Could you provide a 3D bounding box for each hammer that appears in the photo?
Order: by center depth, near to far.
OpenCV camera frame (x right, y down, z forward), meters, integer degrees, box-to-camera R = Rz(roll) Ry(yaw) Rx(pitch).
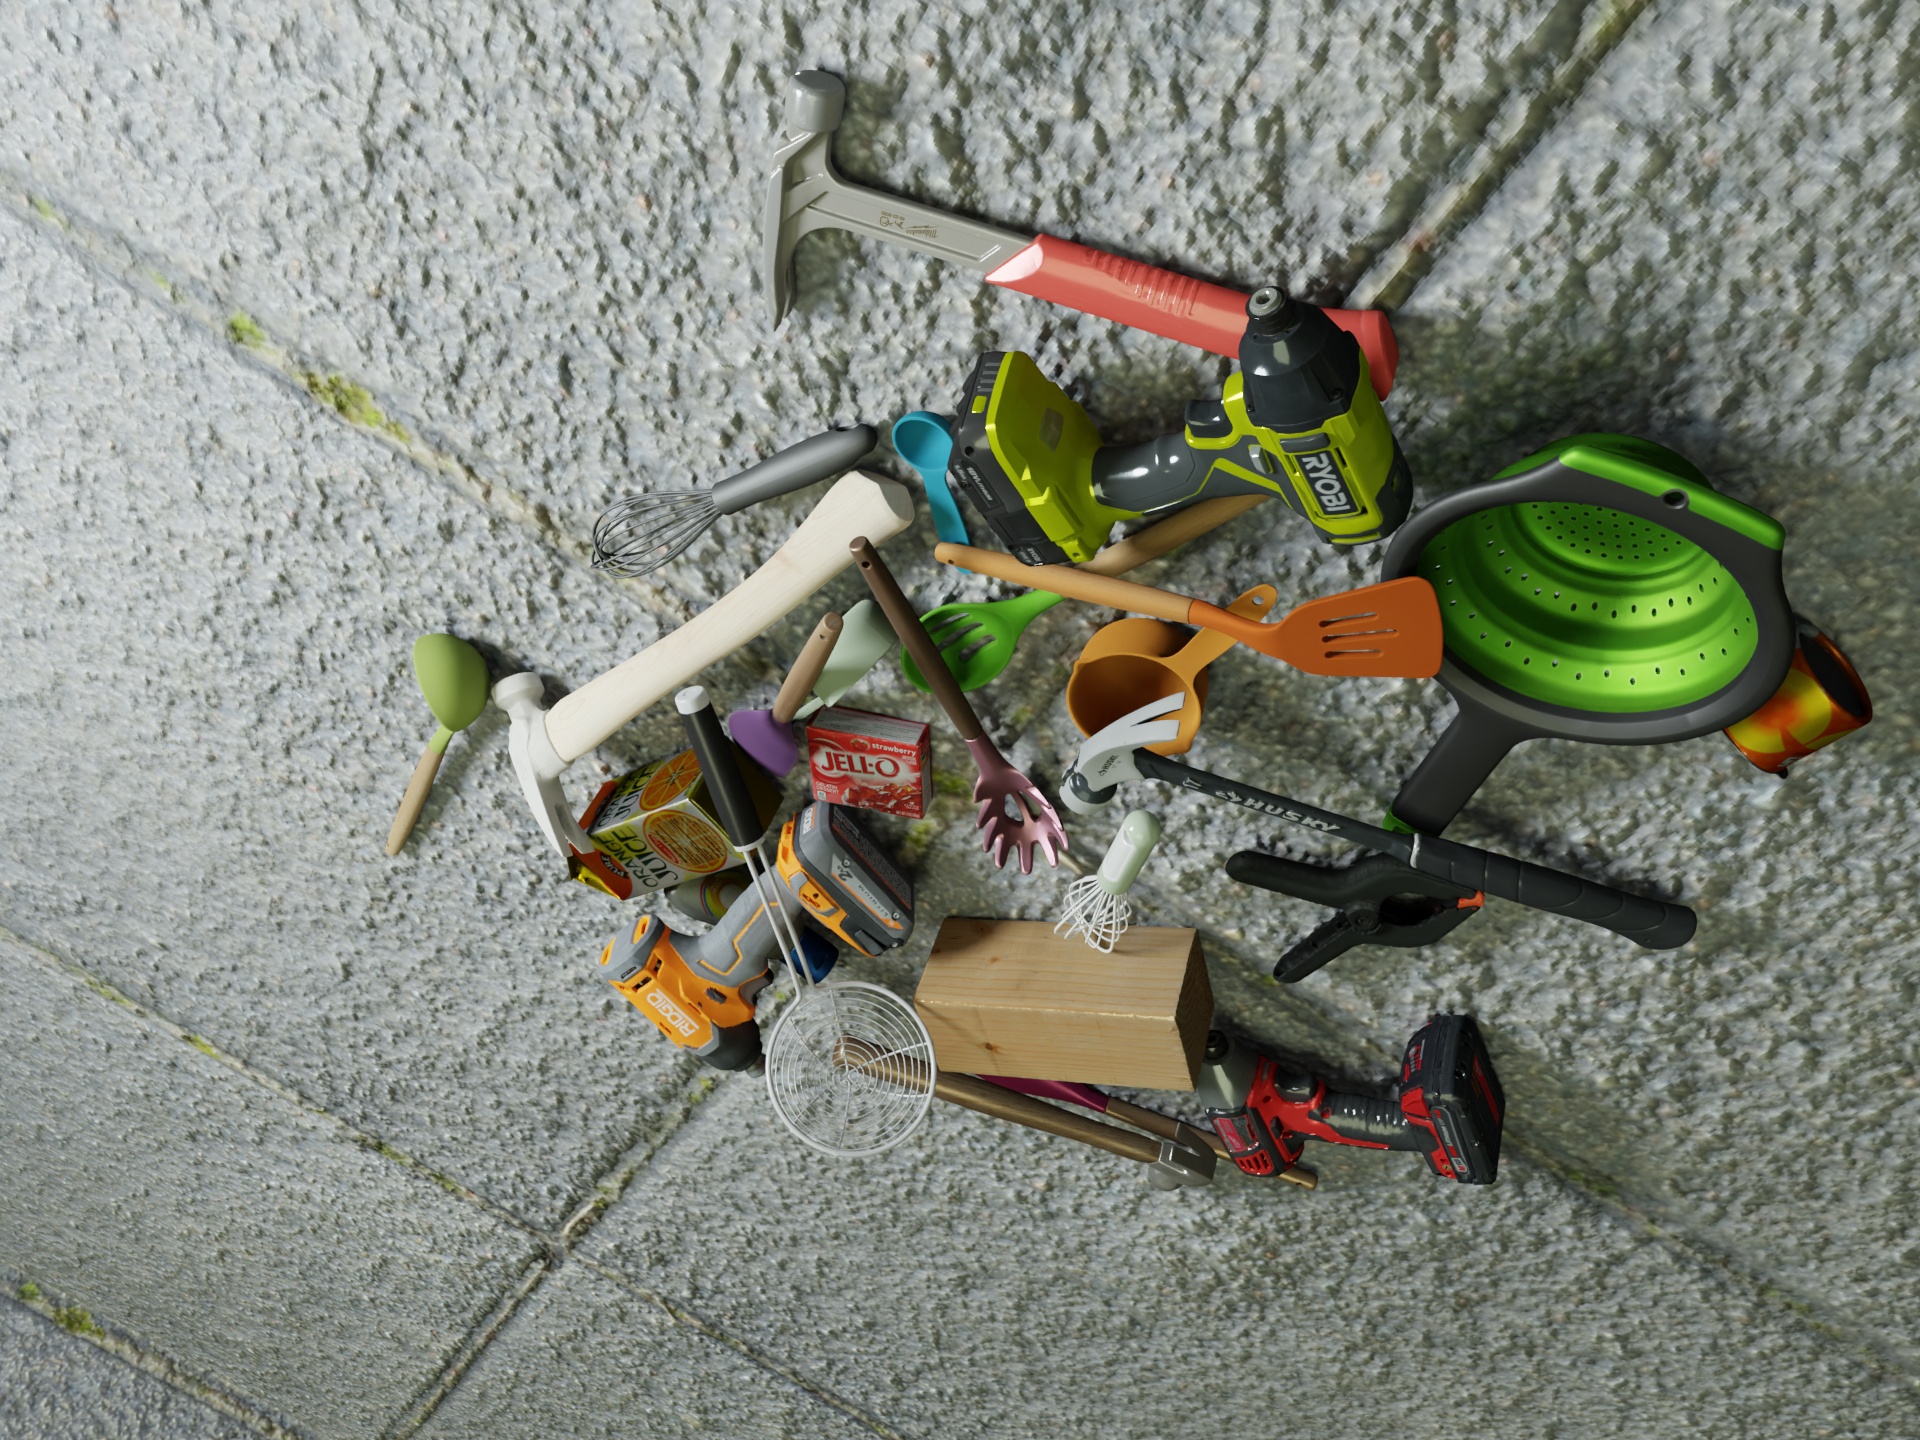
[{"bbox_3d":[0.063,-0.237,0.879,0.359,0.037,0.149,19,133,6],"label":"hammer"},{"bbox_3d":[0.274,0.074,1.007,0.409,0.036,0.149,17,155,-6],"label":"hammer"},{"bbox_3d":[-0.182,-0.043,1.107,0.410,0.038,0.146,-30,78,34],"label":"hammer"},{"bbox_3d":[0.055,0.319,1.300,0.331,0.031,0.130,20,155,-8],"label":"hammer"}]

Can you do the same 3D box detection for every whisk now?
[{"bbox_3d":[-0.153,-0.145,1.042,0.239,0.055,0.055,-18,120,28],"label":"whisk"},{"bbox_3d":[0.104,0.111,1.098,0.059,0.058,0.246,-19,160,-12],"label":"whisk"}]

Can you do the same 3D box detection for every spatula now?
[{"bbox_3d":[0.121,-0.075,0.939,0.323,0.041,0.080,17,149,33],"label":"spatula"},{"bbox_3d":[-0.117,-0.014,1.074,0.060,0.018,0.316,37,157,-3],"label":"spatula"}]

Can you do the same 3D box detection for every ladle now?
[{"bbox_3d":[-0.447,0.034,1.306,0.062,0.078,0.320,0,149,-32],"label":"ladle"}]

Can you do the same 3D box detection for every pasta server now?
[{"bbox_3d":[-0.002,-0.003,1.068,0.060,0.040,0.315,-17,134,15],"label":"pasta server"}]

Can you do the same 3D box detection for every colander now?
[{"bbox_3d":[0.329,-0.044,0.914,0.204,0.094,0.396,24,152,8],"label":"colander"}]

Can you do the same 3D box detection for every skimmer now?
[{"bbox_3d":[-0.117,0.145,1.122,0.090,0.127,0.363,28,141,57],"label":"skimmer"}]

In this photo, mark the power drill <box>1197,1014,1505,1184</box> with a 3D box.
[{"bbox_3d":[0.289,0.287,1.214,0.220,0.079,0.143,-9,124,32],"label":"power drill"}]

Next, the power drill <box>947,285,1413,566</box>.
[{"bbox_3d":[0.114,-0.156,0.862,0.223,0.080,0.171,-3,149,31],"label":"power drill"}]

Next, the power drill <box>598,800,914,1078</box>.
[{"bbox_3d":[-0.145,0.179,1.236,0.226,0.084,0.164,-35,112,13],"label":"power drill"}]

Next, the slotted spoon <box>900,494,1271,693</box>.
[{"bbox_3d":[0.086,-0.093,1.000,0.314,0.031,0.070,-26,126,34],"label":"slotted spoon"}]

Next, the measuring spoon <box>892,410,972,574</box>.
[{"bbox_3d":[-0.009,-0.145,1.004,0.042,0.021,0.128,8,141,25],"label":"measuring spoon"}]

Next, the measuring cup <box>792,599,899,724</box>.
[{"bbox_3d":[-0.096,-0.035,1.106,0.038,0.083,0.167,46,146,-8],"label":"measuring cup"}]

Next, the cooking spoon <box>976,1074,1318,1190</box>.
[{"bbox_3d":[0.148,0.335,1.348,0.319,0.017,0.068,19,135,6],"label":"cooking spoon"}]

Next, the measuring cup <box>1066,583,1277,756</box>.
[{"bbox_3d":[0.141,-0.046,1.002,0.095,0.052,0.173,38,130,-12],"label":"measuring cup"}]
